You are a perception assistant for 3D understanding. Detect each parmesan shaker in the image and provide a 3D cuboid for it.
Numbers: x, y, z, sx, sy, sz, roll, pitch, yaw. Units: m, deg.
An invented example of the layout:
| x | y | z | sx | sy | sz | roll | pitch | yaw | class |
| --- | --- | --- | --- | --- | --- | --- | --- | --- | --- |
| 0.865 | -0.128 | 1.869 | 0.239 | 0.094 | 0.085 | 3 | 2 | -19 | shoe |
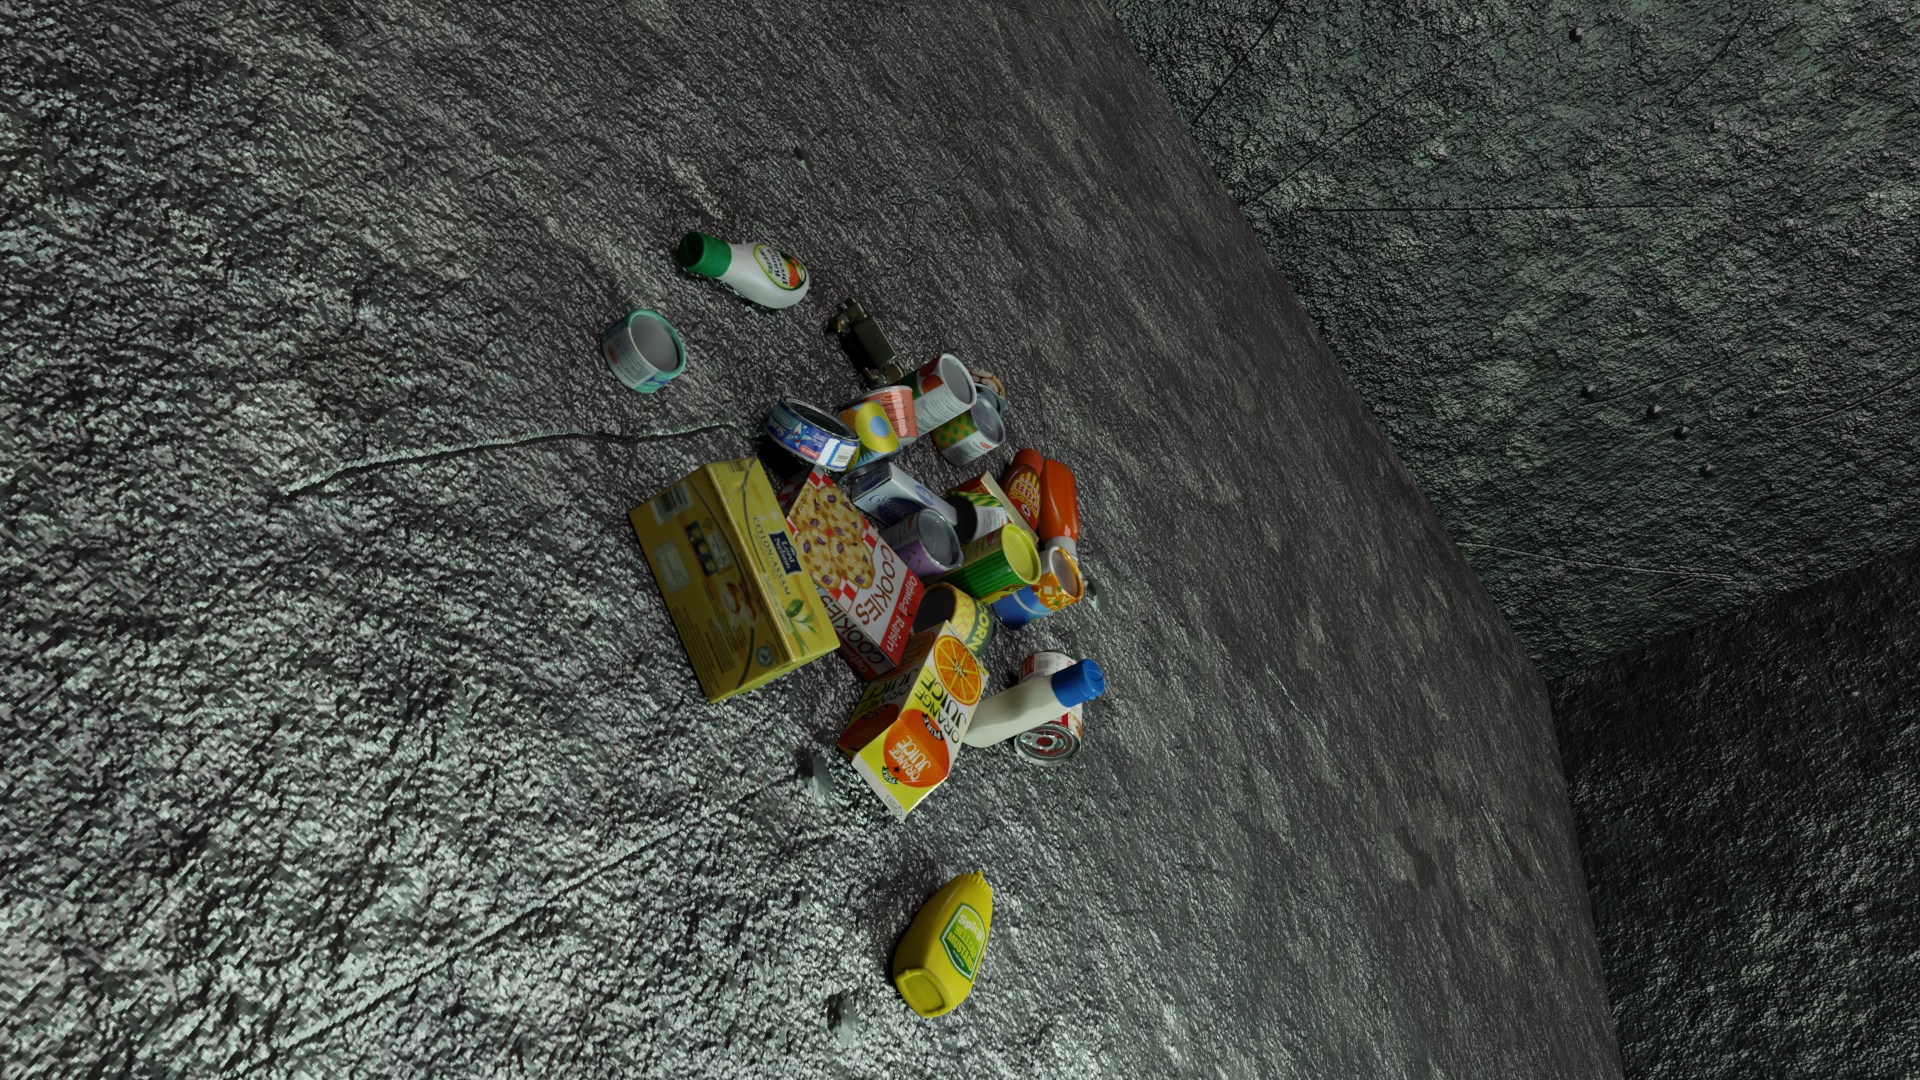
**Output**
| x | y | z | sx | sy | sz | roll | pitch | yaw | class |
| --- | --- | --- | --- | --- | --- | --- | --- | --- | --- |
| 0.022 | 0.032 | 1.408 | 0.071 | 0.103 | 0.072 | 38 | 37 | -37 | parmesan shaker |

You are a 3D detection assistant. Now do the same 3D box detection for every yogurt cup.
| x | y | z | sx | sy | sz | roll | pitch | yaw | class |
| --- | --- | --- | --- | --- | --- | --- | --- | --- | --- |
| -0.076 | -0.123 | 1.425 | 0.072 | 0.072 | 0.054 | -4 | 78 | -59 | yogurt cup |

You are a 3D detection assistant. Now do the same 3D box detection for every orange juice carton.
| x | y | z | sx | sy | sz | roll | pitch | yaw | class |
| --- | --- | --- | --- | --- | --- | --- | --- | --- | --- |
| -0.045 | 0.160 | 1.222 | 0.071 | 0.073 | 0.194 | 53 | 30 | -17 | orange juice carton |

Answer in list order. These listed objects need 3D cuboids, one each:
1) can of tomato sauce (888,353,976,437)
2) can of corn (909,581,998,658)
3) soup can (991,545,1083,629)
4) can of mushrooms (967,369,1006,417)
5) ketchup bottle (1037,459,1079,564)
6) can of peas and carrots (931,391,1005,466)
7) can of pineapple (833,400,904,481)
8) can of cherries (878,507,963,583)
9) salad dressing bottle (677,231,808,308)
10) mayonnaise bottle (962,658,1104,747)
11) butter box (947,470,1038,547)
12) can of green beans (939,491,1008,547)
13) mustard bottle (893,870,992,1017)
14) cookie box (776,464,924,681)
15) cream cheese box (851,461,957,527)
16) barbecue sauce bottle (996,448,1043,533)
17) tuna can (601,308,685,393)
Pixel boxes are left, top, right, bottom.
| x | y | z | sx | sy | sz | roll | pitch | yaw | class |
| --- | --- | --- | --- | --- | --- | --- | --- | --- | --- |
| -0.034 | -0.156 | 1.498 | 0.071 | 0.083 | 0.071 | 39 | 37 | -37 | can of tomato sauce |
| -0.008 | 0.081 | 1.352 | 0.058 | 0.071 | 0.071 | 33 | 40 | -40 | can of corn |
| 0.084 | 0.053 | 1.510 | 0.071 | 0.083 | 0.072 | 39 | 36 | -36 | soup can |
| 0.020 | -0.162 | 1.605 | 0.071 | 0.071 | 0.034 | 47 | 30 | -26 | can of mushrooms |
| 0.117 | -0.025 | 1.671 | 0.064 | 0.043 | 0.149 | 34 | 39 | -39 | ketchup bottle |
| 0.008 | -0.127 | 1.567 | 0.071 | 0.058 | 0.071 | 40 | 35 | -35 | can of peas and carrots |
| -0.098 | -0.098 | 1.365 | 0.071 | 0.071 | 0.058 | -19 | 82 | -61 | can of pineapple |
| -0.041 | 0.011 | 1.371 | 0.071 | 0.058 | 0.072 | 40 | 35 | -35 | can of cherries |
| -0.210 | -0.265 | 1.349 | 0.148 | 0.044 | 0.064 | 6 | 60 | -57 | salad dressing bottle |
| 0.068 | 0.156 | 1.329 | 0.065 | 0.147 | 0.041 | 18 | 51 | -53 | mayonnaise bottle |
| 0.035 | -0.024 | 1.529 | 0.103 | 0.053 | 0.024 | 52 | 33 | -16 | butter box |
| 0.007 | -0.018 | 1.465 | 0.058 | 0.071 | 0.071 | 1 | 65 | -57 | can of green beans |
| -0.006 | 0.325 | 1.168 | 0.065 | 0.048 | 0.161 | 57 | 29 | -13 | mustard bottle |
| -0.108 | 0.028 | 1.266 | 0.167 | 0.040 | 0.123 | 50 | 30 | -21 | cookie box |
| -0.056 | -0.035 | 1.391 | 0.103 | 0.053 | 0.024 | 35 | 37 | -40 | cream cheese box |
| 0.067 | -0.055 | 1.617 | 0.064 | 0.043 | 0.149 | 49 | 31 | -20 | barbecue sauce bottle |
| -0.267 | -0.162 | 1.180 | 0.071 | 0.032 | 0.071 | 38 | 37 | -36 | tuna can |
